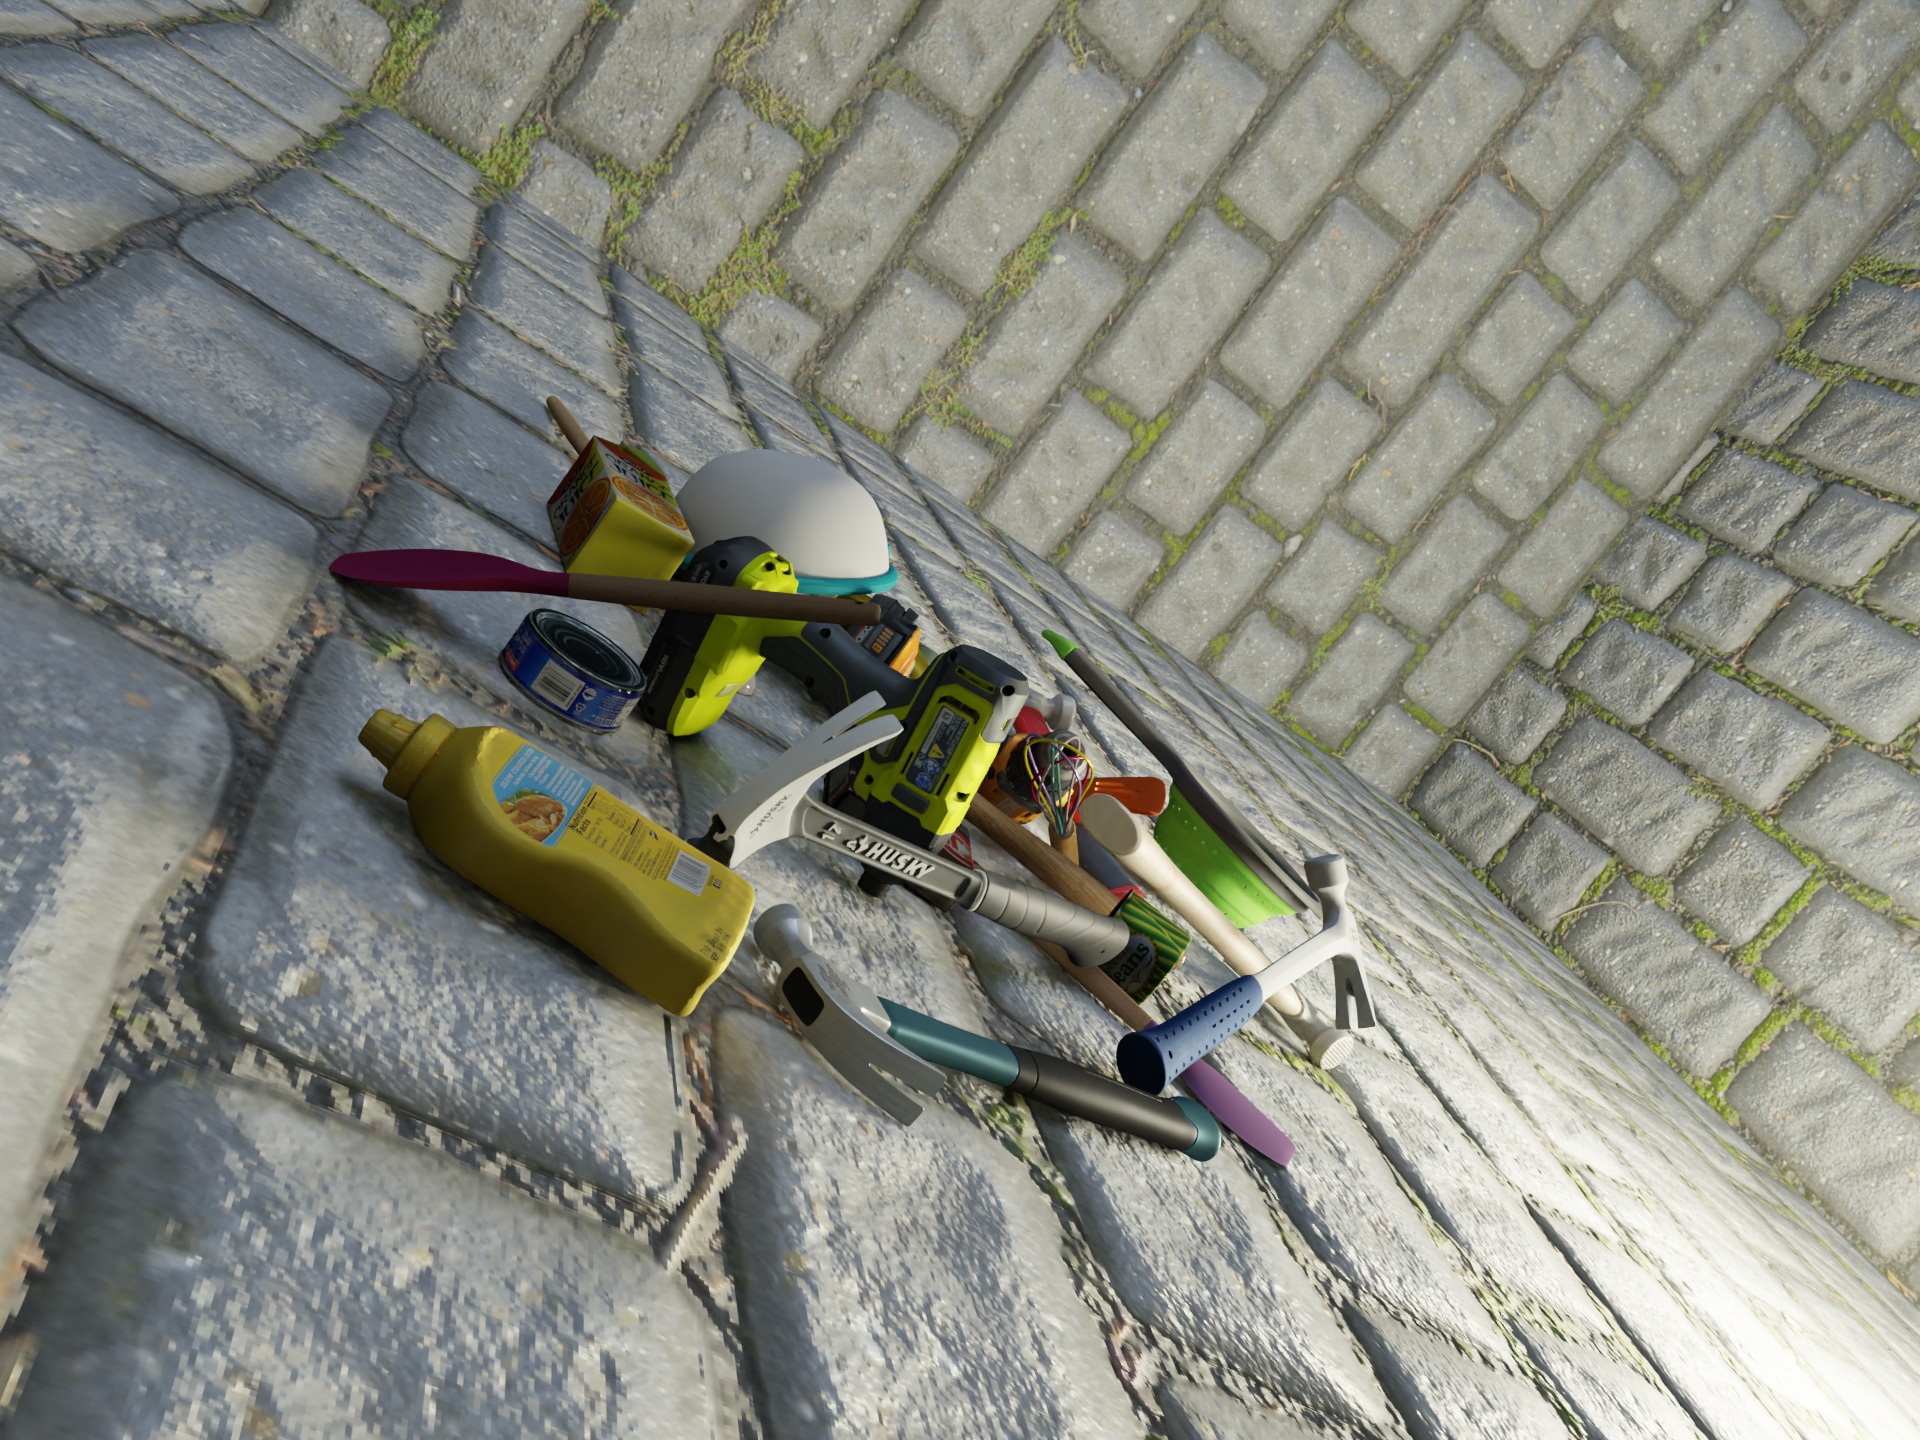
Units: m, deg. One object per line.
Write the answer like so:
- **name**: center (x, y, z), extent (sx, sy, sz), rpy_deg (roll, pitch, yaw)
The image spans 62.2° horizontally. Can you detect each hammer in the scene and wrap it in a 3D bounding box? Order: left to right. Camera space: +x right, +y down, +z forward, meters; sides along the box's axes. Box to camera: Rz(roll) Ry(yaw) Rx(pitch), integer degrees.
- **hammer**: center (0.001, 0.095, 0.972), extent (0.408, 0.149, 0.036), rpy_deg (29, 20, -53)
- **hammer**: center (0.033, 0.196, 0.894), extent (0.330, 0.033, 0.128), rpy_deg (28, 14, -37)
- **hammer**: center (0.057, 0.104, 1.219), extent (0.331, 0.031, 0.130), rpy_deg (38, -21, -29)
- **hammer**: center (0.078, 0.063, 1.465), extent (0.143, 0.038, 0.387), rpy_deg (11, 25, -17)
- **hammer**: center (0.194, 0.157, 1.273), extent (0.410, 0.038, 0.146), rpy_deg (44, 2, -46)
- **hammer**: center (0.222, 0.204, 1.175), extent (0.405, 0.035, 0.144), rpy_deg (-11, 88, -58)

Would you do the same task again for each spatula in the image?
- **spatula**: center (0.029, 0.014, 1.414), extent (0.322, 0.041, 0.081), rpy_deg (26, 23, 0)
- **spatula**: center (0.112, 0.201, 1.131), extent (0.316, 0.018, 0.059), rpy_deg (41, 19, 15)

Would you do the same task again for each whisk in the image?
- **whisk**: center (0.080, 0.075, 1.225), extent (0.244, 0.047, 0.051), rpy_deg (78, 1, -61)

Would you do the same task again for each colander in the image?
- **colander**: center (0.192, 0.078, 1.550), extent (0.397, 0.094, 0.204), rpy_deg (47, 8, 10)

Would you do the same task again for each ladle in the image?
- **ladle**: center (-0.338, -0.256, 1.480), extent (0.320, 0.062, 0.078), rpy_deg (48, -22, 54)

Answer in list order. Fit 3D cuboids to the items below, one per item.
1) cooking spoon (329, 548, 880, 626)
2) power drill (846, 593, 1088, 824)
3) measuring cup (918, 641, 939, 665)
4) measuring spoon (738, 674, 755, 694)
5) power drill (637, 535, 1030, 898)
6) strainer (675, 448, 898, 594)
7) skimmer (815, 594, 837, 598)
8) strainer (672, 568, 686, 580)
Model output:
- **cooking spoon**: center (-0.206, -0.077, 0.944), extent (0.319, 0.017, 0.069), rpy_deg (5, 21, -8)
- **power drill**: center (-0.002, -0.004, 1.293), extent (0.226, 0.084, 0.185), rpy_deg (37, -17, -3)
- **measuring cup**: center (-0.069, -0.056, 1.546), extent (0.168, 0.038, 0.083), rpy_deg (24, -18, 35)
- **measuring spoon**: center (-0.178, -0.030, 1.172), extent (0.034, 0.018, 0.124), rpy_deg (38, 13, 4)
- **power drill**: center (-0.089, -0.004, 1.018), extent (0.223, 0.171, 0.080), rpy_deg (31, 12, 12)
- **strainer**: center (-0.147, -0.157, 1.261), extent (0.211, 0.095, 0.340), rpy_deg (9, 14, -5)
- **skimmer**: center (-0.165, -0.197, 1.803), extent (0.127, 0.090, 0.364), rpy_deg (36, 22, -21)
- **strainer**: center (-0.225, -0.146, 1.417), extent (0.087, 0.050, 0.259), rpy_deg (-11, 25, -16)
